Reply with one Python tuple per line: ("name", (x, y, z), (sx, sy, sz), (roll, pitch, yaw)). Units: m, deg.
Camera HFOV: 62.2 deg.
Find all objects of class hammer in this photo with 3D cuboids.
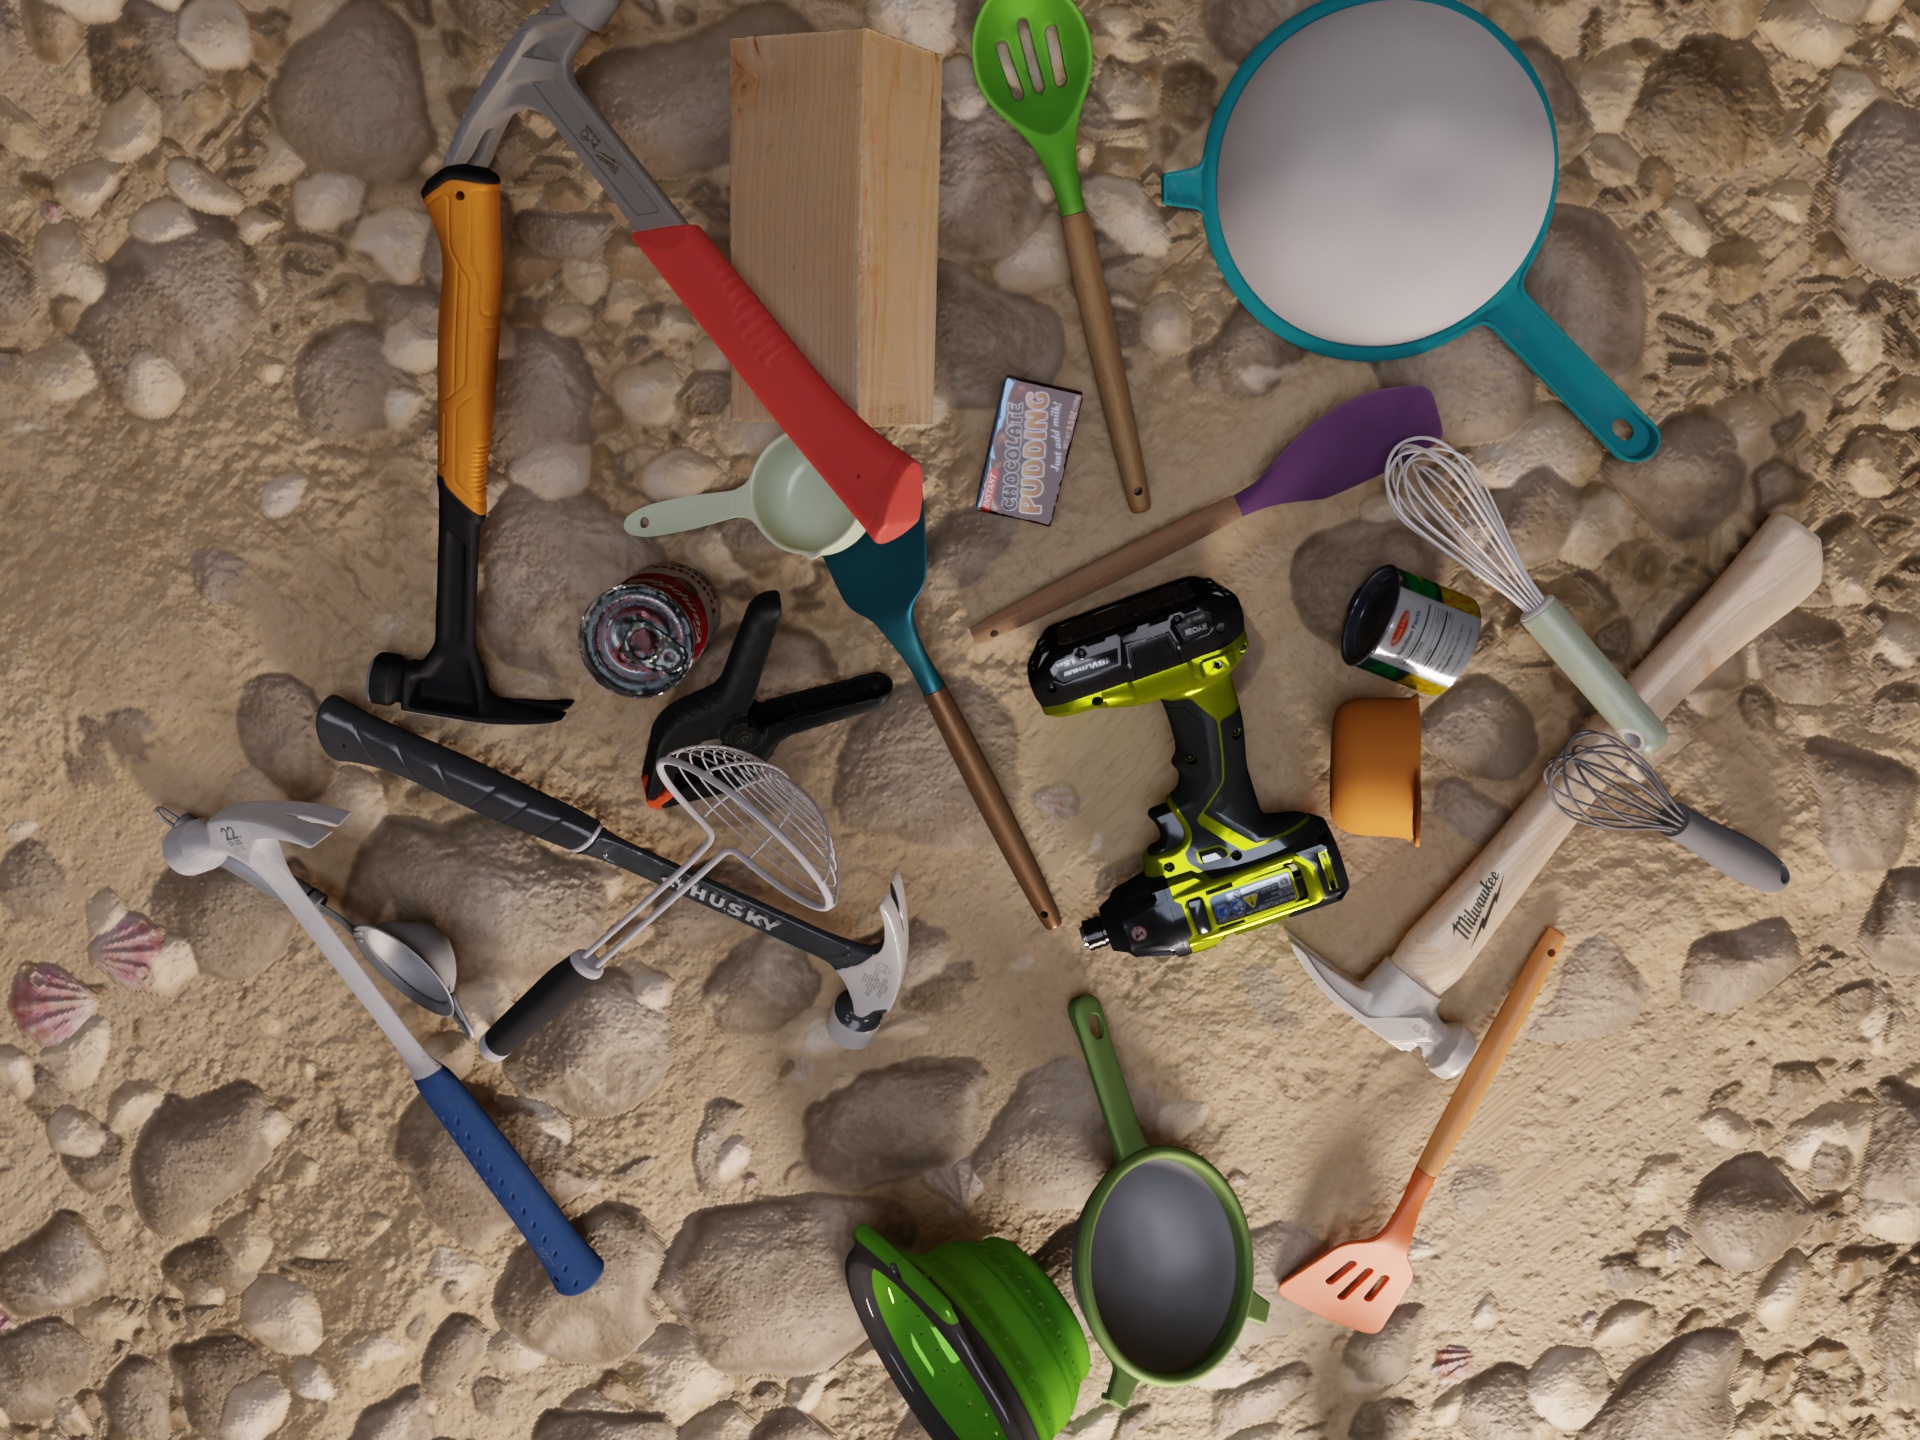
("hammer", (-0.349, 0.220, 1.032), (0.144, 0.035, 0.405), (-15, 114, 33))
("hammer", (-0.221, 0.080, 1.015), (0.409, 0.036, 0.149), (24, 132, 0))
("hammer", (-0.148, -0.237, 0.882), (0.149, 0.036, 0.359), (-43, 80, 28))
("hammer", (-0.291, -0.156, 0.954), (0.127, 0.034, 0.336), (9, 113, 0))
("hammer", (0.383, 0.035, 1.013), (0.146, 0.038, 0.410), (36, 101, -6))

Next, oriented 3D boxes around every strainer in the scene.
("strainer", (-0.417, 0.123, 1.046), (0.258, 0.050, 0.086), (31, 144, -1))
("strainer", (0.104, 0.312, 1.067), (0.151, 0.069, 0.256), (-13, 83, -37))
("strainer", (0.293, -0.268, 0.912), (0.340, 0.095, 0.211), (43, 100, -7))

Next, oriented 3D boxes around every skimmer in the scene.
("skimmer", (-0.206, 0.135, 0.960), (0.127, 0.090, 0.363), (44, 121, -10))

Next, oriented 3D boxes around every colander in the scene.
("colander", (0.037, 0.484, 1.095), (0.094, 0.205, 0.396), (-30, 122, -27))

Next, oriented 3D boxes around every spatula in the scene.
("spatula", (-0.002, -0.003, 1.014), (0.082, 0.044, 0.317), (-19, 109, 21))
("spatula", (0.324, 0.281, 1.080), (0.081, 0.041, 0.322), (25, 98, -5))
("spatula", (0.148, -0.123, 0.986), (0.316, 0.018, 0.059), (-26, 127, 8))

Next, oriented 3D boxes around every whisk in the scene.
("whisk", (0.345, -0.075, 0.966), (0.059, 0.058, 0.246), (-42, 93, -17))
("whisk", (0.441, 0.064, 0.979), (0.238, 0.055, 0.055), (24, 104, -29))

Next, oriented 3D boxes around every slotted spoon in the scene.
("slotted spoon", (0.071, -0.276, 0.950), (0.070, 0.031, 0.313), (-14, 104, 4))

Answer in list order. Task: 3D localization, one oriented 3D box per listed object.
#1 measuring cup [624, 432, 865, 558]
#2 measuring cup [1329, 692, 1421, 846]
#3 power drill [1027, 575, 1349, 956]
("measuring cup", (-0.129, -0.133, 0.986), (0.167, 0.038, 0.083), (-7, 88, 21))
("measuring cup", (0.246, 0.040, 0.947), (0.052, 0.174, 0.095), (2, 106, 13))
("power drill", (0.130, 0.038, 0.999), (0.171, 0.080, 0.223), (-20, 105, 5))
